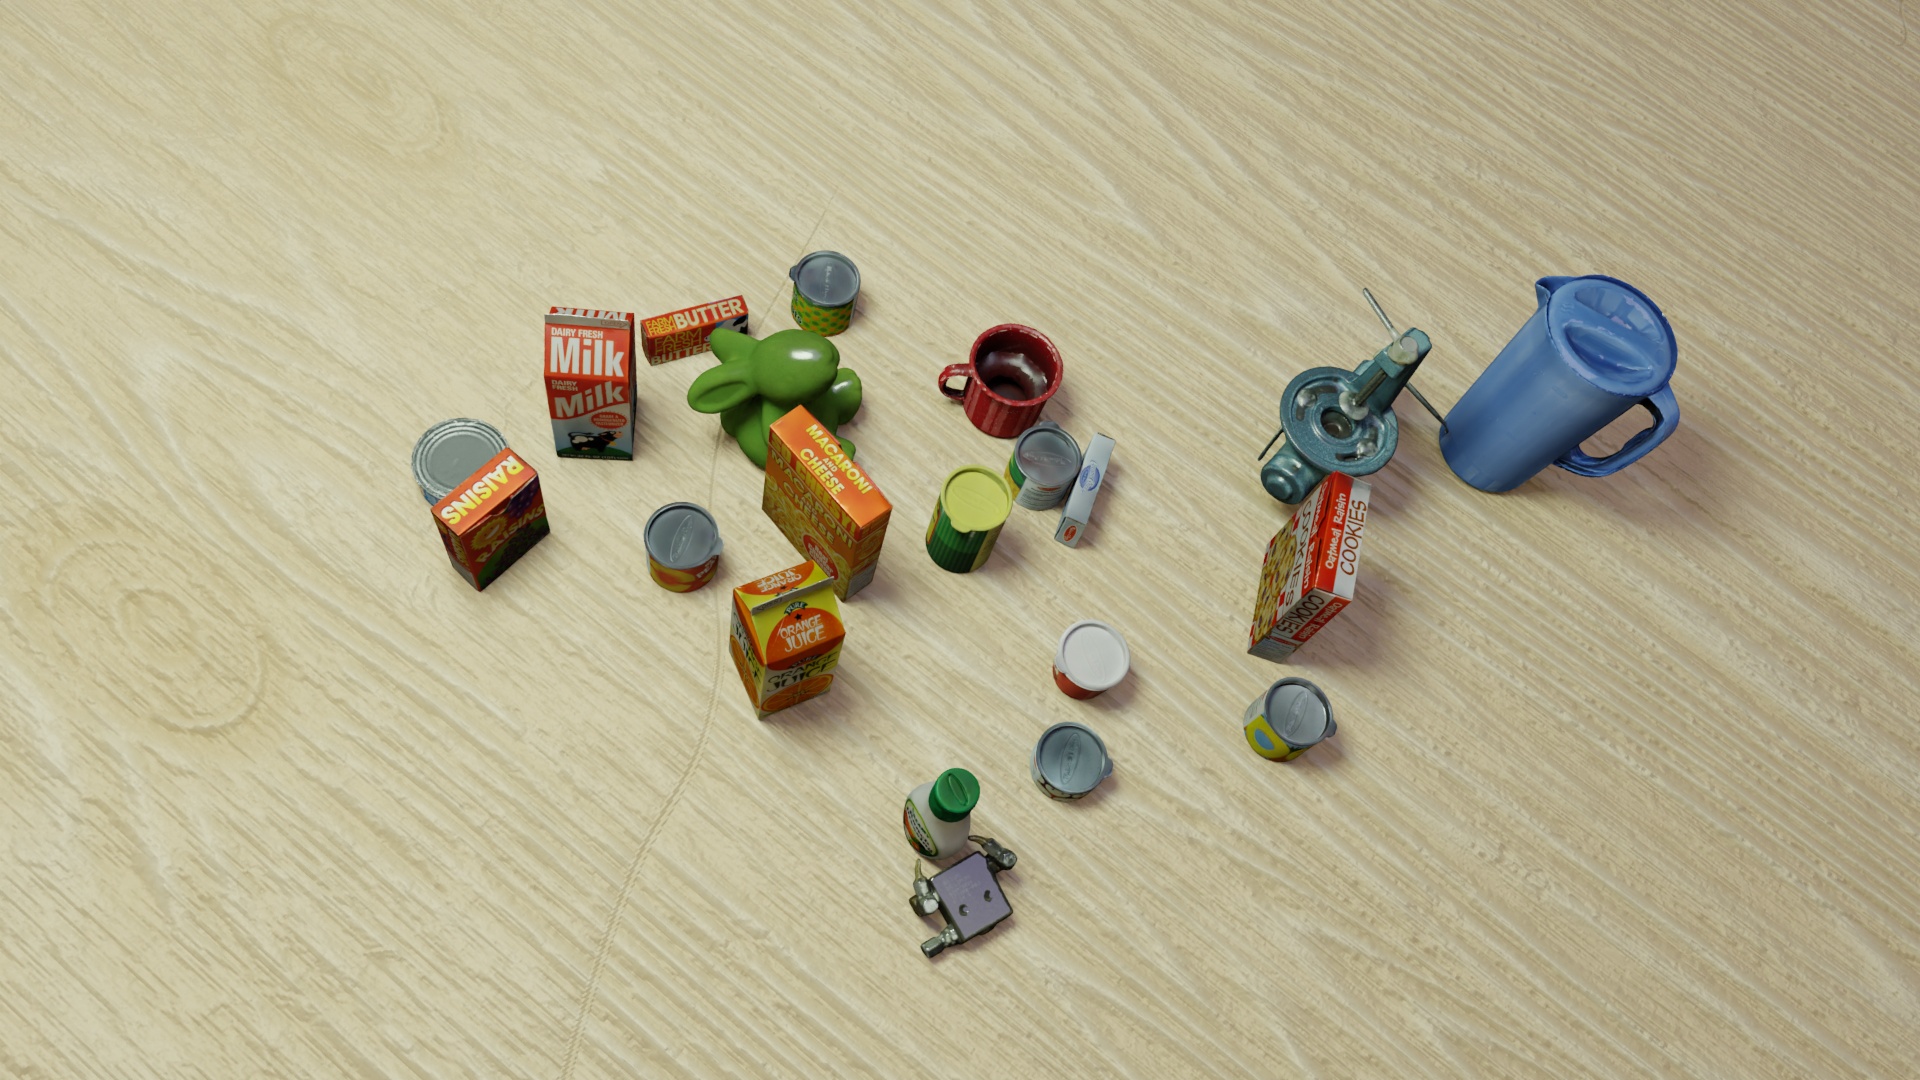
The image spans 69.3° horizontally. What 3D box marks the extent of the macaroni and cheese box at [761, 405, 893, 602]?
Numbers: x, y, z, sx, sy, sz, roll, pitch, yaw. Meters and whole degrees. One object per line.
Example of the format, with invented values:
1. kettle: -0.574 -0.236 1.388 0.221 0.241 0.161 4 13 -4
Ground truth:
1. macaroni and cheese box: -0.121 -0.030 1.234 0.040 0.165 0.124 -37 77 -23

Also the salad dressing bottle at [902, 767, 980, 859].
1. salad dressing bottle: -0.015 0.223 1.147 0.044 0.147 0.064 -23 72 -20

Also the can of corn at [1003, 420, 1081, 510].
1. can of corn: 0.079 -0.072 1.354 0.071 0.058 0.071 4 65 -9

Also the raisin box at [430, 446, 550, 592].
1. raisin box: -0.402 -0.016 1.196 0.040 0.123 0.086 41 65 9

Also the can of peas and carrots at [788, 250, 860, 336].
1. can of peas and carrots: -0.138 -0.247 1.393 0.071 0.058 0.071 4 65 -9

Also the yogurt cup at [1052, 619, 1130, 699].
1. yogurt cup: 0.117 0.113 1.276 0.072 0.053 0.072 4 65 -9

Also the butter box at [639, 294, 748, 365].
1. butter box: -0.258 -0.205 1.352 0.104 0.053 0.024 -18 70 -18

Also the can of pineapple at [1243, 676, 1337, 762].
1. can of pineapple: 0.303 0.168 1.285 0.071 0.057 0.071 4 65 -9

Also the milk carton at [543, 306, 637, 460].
1. milk carton: -0.327 -0.147 1.235 0.072 0.189 0.074 2 65 -10

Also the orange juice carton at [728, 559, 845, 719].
1. orange juice carton: -0.146 0.079 1.163 0.072 0.191 0.073 -20 71 -19

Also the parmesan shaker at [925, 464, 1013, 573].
1. parmesan shaker: 0.005 -0.016 1.287 0.071 0.102 0.071 4 65 -9

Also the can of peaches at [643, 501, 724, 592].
1. can of peaches: -0.249 0.008 1.252 0.071 0.057 0.071 4 65 -9

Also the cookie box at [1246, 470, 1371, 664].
1. cookie box: 0.322 0.028 1.293 0.040 0.166 0.123 18 63 -2

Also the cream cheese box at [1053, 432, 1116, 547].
1. cream cheese box: 0.121 -0.049 1.353 0.024 0.053 0.104 22 63 -1

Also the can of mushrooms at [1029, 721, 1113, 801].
1. can of mushrooms: 0.099 0.199 1.244 0.071 0.033 0.071 4 65 -9
